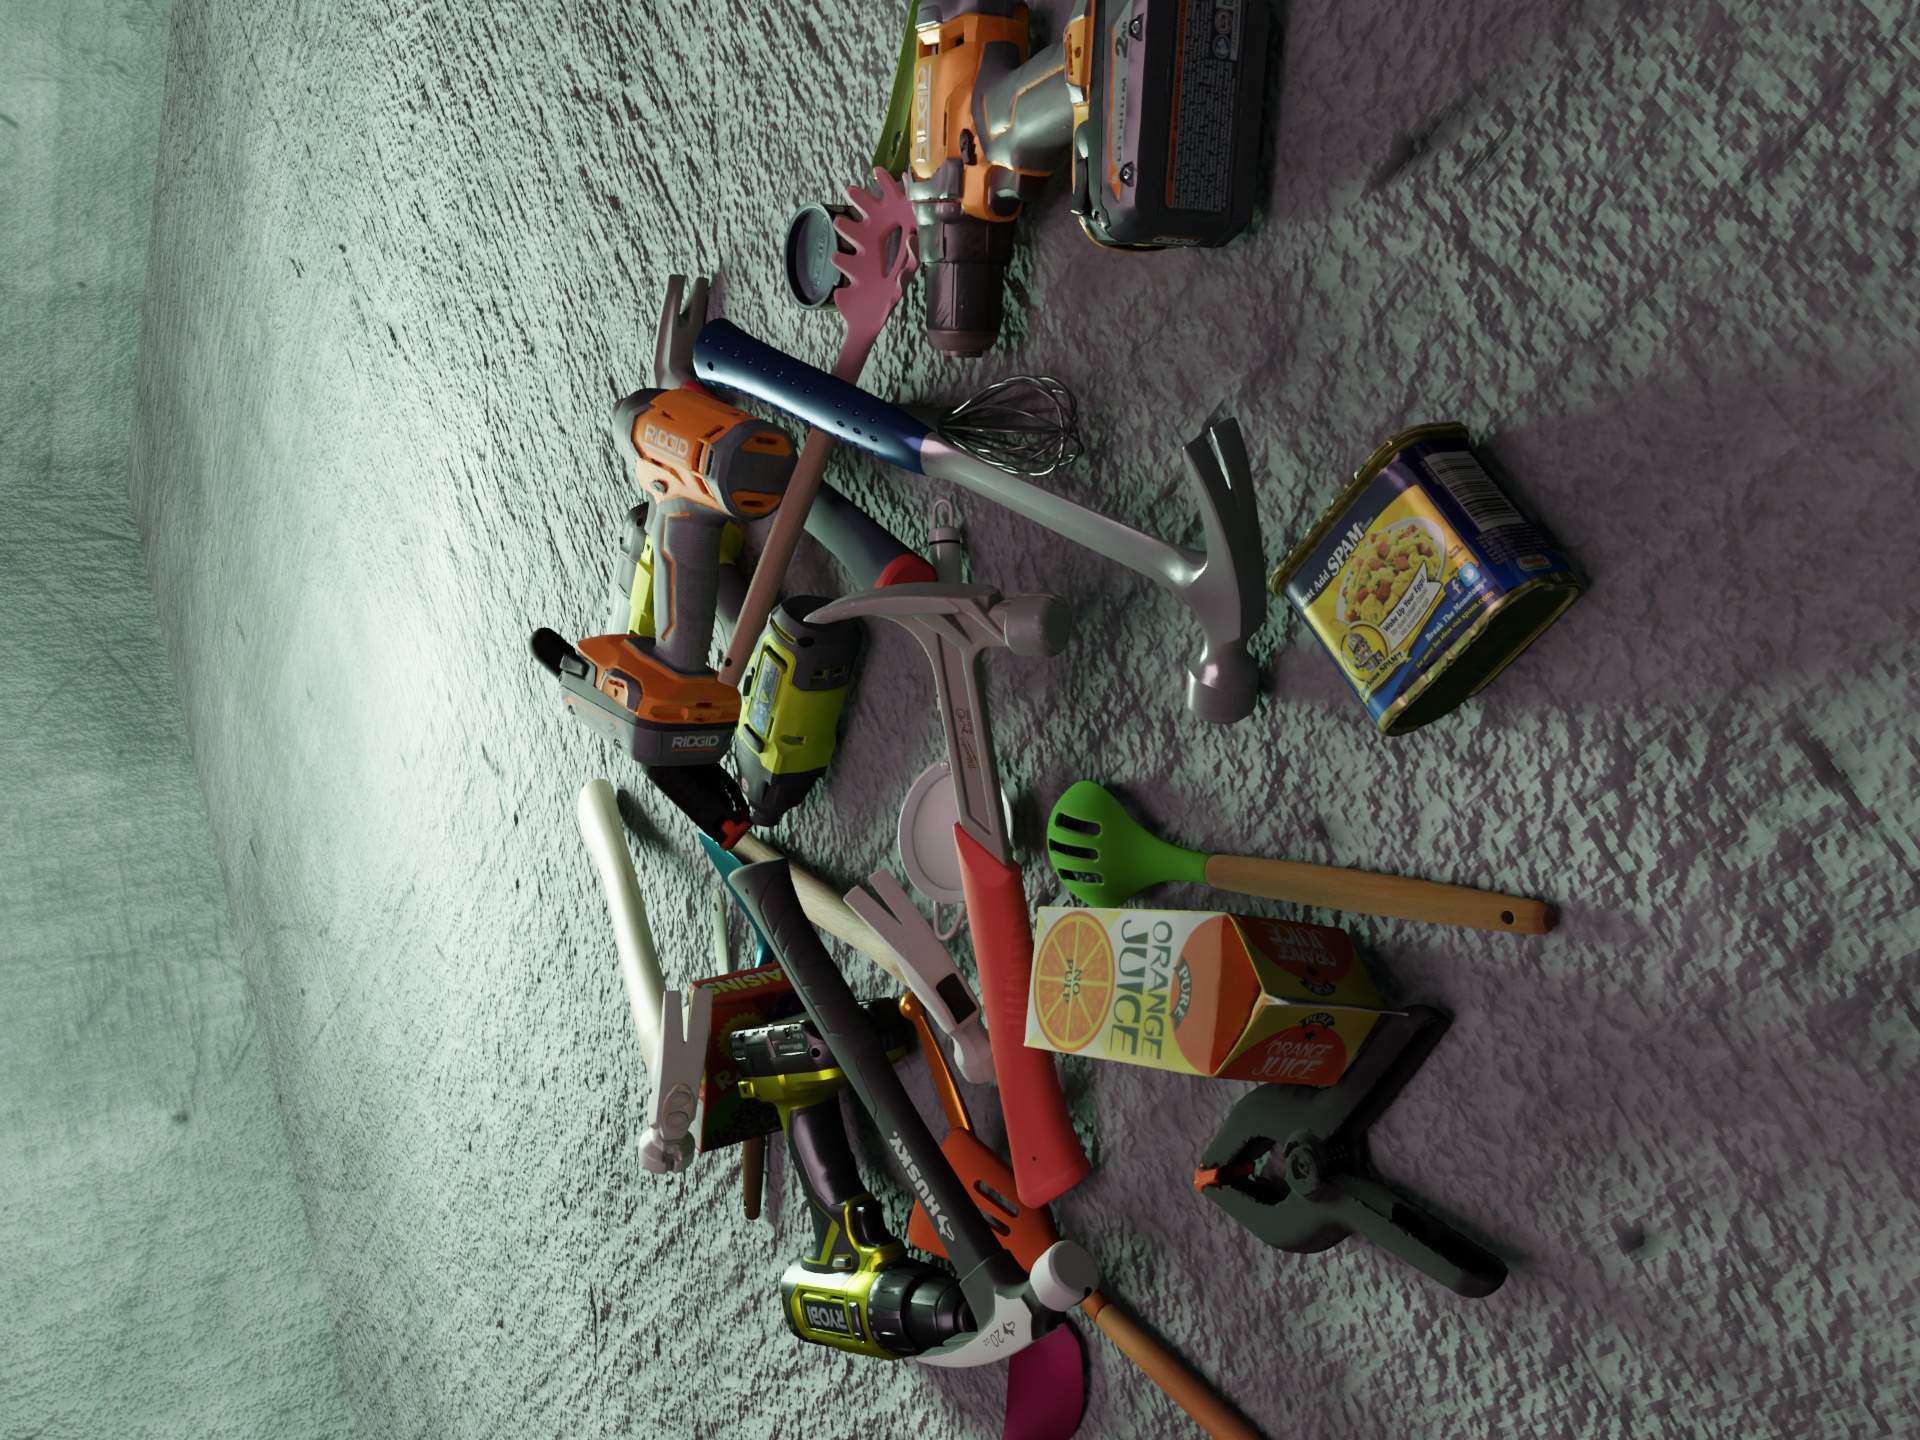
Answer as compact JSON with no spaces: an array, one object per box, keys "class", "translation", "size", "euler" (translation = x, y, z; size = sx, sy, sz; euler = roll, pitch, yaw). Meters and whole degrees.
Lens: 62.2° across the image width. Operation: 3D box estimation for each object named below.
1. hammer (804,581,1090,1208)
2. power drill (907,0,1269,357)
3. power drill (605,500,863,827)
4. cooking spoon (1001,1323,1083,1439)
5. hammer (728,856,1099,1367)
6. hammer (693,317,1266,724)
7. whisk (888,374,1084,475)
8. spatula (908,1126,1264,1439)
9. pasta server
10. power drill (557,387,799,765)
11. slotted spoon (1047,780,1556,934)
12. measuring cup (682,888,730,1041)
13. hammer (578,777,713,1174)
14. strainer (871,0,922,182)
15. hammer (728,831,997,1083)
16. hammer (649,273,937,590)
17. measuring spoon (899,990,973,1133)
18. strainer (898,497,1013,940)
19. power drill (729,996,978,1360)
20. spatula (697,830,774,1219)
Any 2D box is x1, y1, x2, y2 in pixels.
[{"class":"hammer","translation":[0.012,0.101,0.863],"size":[0.149,0.037,0.359],"euler":[3,112,34]},{"class":"power drill","translation":[0.045,-0.271,0.788],"size":[0.226,0.084,0.185],"euler":[24,115,55]},{"class":"power drill","translation":[-0.163,-0.046,1.119],"size":[0.223,0.080,0.171],"euler":[44,129,37]},{"class":"cooking spoon","translation":[0.022,0.489,1.005],"size":[0.069,0.017,0.318],"euler":[43,129,43]},{"class":"hammer","translation":[-0.050,0.220,0.940],"size":[0.335,0.035,0.146],"euler":[56,133,24]},{"class":"hammer","translation":[-0.007,-0.141,0.828],"size":[0.406,0.035,0.144],"euler":[31,140,36]},{"class":"whisk","translation":[-0.008,-0.168,0.907],"size":[0.239,0.055,0.055],"euler":[16,109,56]},{"class":"spatula","translation":[0.089,0.339,0.866],"size":[0.323,0.041,0.081],"euler":[30,100,46]},{"class":"pasta server","translation":[-0.087,-0.169,0.946],"size":[0.060,0.040,0.316],"euler":[25,96,33]},{"class":"power drill","translation":[-0.193,-0.102,1.032],"size":[0.164,0.084,0.226],"euler":[29,111,41]},{"class":"slotted spoon","translation":[0.140,0.072,0.760],"size":[0.314,0.031,0.070],"euler":[4,100,53]},{"class":"measuring cup","translation":[-0.200,0.215,1.245],"size":[0.083,0.038,0.167],"euler":[16,111,52]},{"class":"hammer","translation":[-0.251,0.151,1.219],"size":[0.411,0.038,0.146],"euler":[-125,41,-55]},{"class":"strainer","translation":[-0.033,-0.428,0.872],"size":[0.152,0.069,0.256],"euler":[43,127,42]},{"class":"hammer","translation":[-0.086,0.124,1.051],"size":[0.331,0.031,0.130],"euler":[23,144,56]},{"class":"hammer","translation":[-0.121,-0.179,1.046],"size":[0.387,0.038,0.143],"euler":[42,127,48]},{"class":"measuring spoon","translation":[-0.015,0.228,1.016],"size":[0.021,0.011,0.117],"euler":[-48,58,47]},{"class":"strainer","translation":[-0.001,-0.003,0.933],"size":[0.087,0.050,0.258],"euler":[-6,85,39]},{"class":"power drill","translation":[-0.066,0.305,1.048],"size":[0.190,0.080,0.228],"euler":[-20,82,51]},{"class":"spatula","translation":[-0.164,0.238,1.198],"size":[0.082,0.044,0.317],"euler":[25,117,53]}]
